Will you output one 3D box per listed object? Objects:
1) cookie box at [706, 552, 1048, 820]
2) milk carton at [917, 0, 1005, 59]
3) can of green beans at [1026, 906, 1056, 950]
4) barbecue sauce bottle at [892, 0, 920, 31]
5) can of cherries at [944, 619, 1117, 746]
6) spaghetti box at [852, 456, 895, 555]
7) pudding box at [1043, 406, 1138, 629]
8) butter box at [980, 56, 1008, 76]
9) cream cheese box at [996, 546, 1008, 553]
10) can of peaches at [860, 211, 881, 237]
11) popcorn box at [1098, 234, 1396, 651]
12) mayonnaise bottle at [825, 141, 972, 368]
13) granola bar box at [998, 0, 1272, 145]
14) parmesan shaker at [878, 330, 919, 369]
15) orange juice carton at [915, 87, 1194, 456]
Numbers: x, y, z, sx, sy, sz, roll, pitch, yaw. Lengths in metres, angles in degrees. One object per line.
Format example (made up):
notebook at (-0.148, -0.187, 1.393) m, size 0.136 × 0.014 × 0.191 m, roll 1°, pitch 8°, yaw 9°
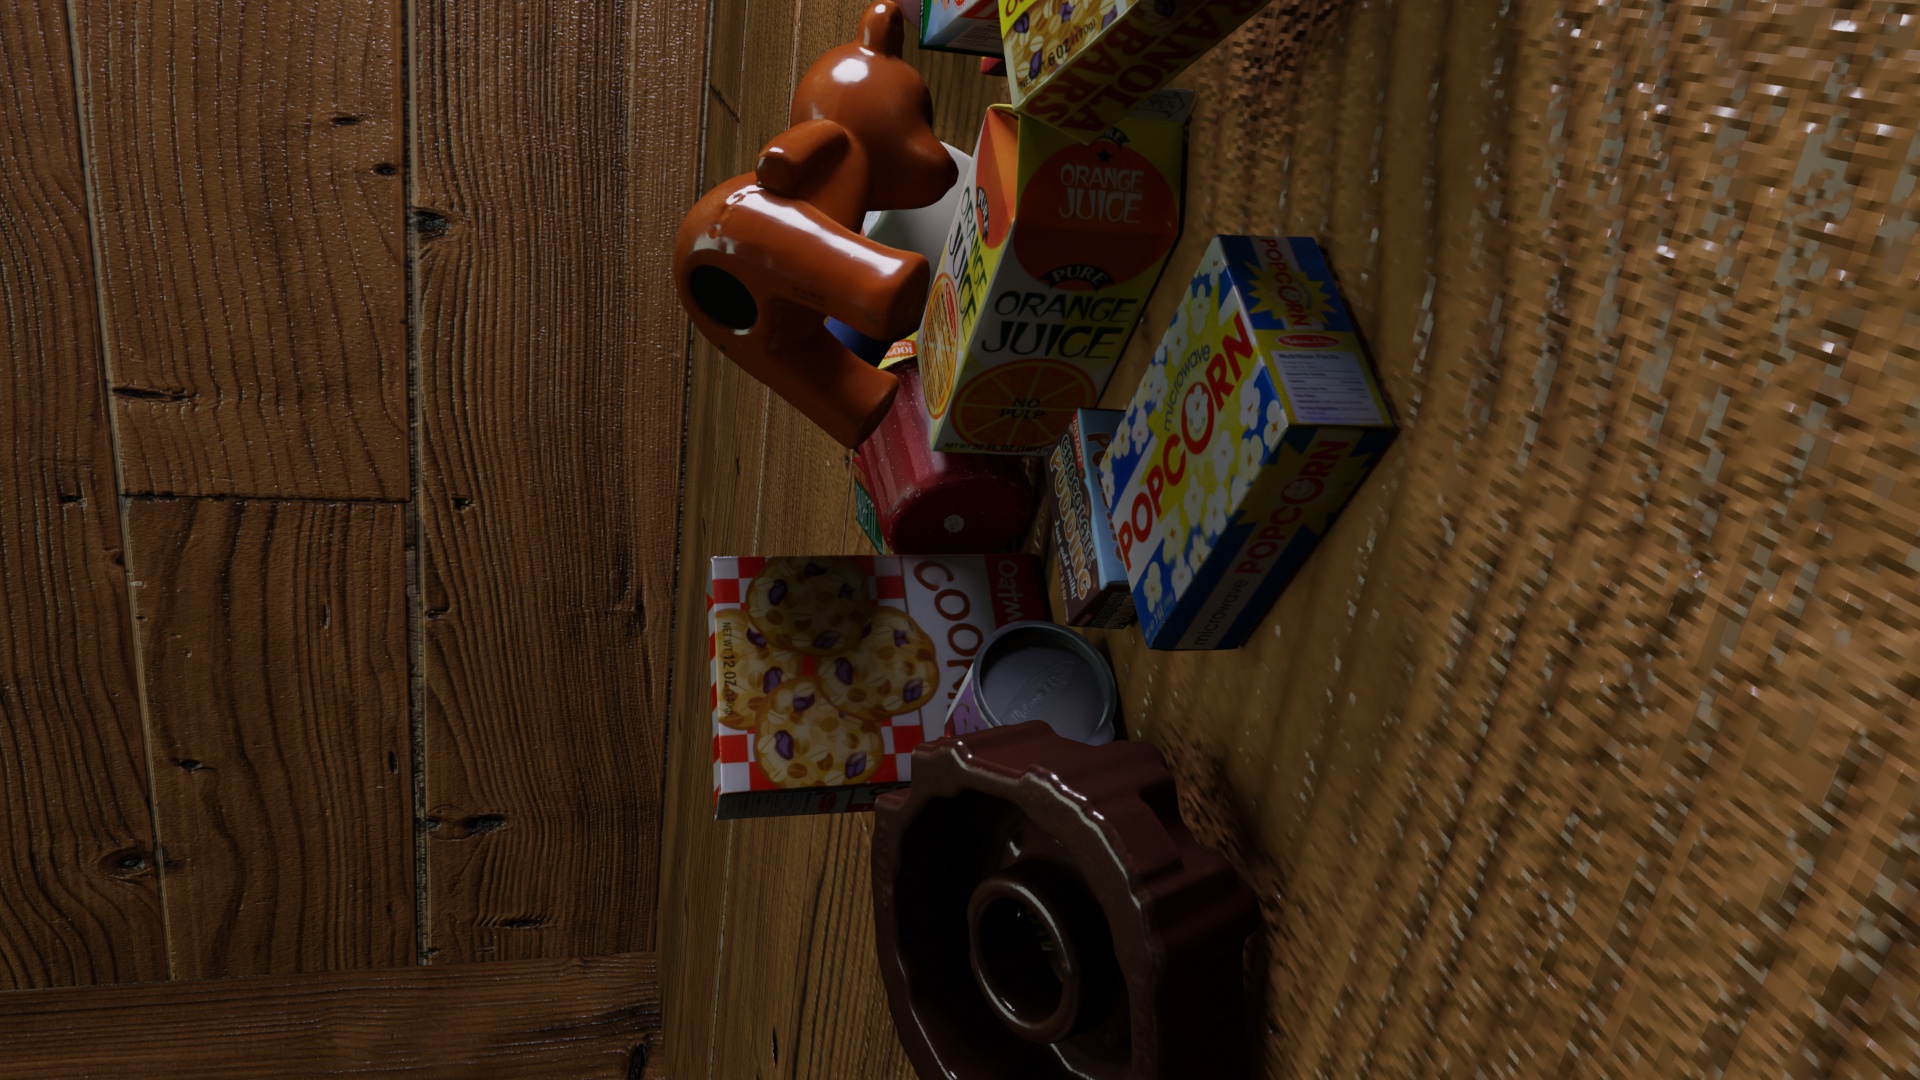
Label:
cookie box at (-0.037, 0.068, 0.681) m, size 0.040 × 0.168 × 0.123 m, roll 112°, pitch 154°, yaw -57°
milk carton at (0.040, -0.267, 0.611) m, size 0.191 × 0.073 × 0.072 m, roll -153°, pitch 65°, yaw -72°
can of green beans at (0.029, 0.156, 0.640) m, size 0.071 × 0.058 × 0.071 m, roll -177°, pitch 89°, yaw -74°
barbecue sauce bottle at (-0.010, -0.334, 0.845) m, size 0.149 × 0.044 × 0.064 m, roll -128°, pitch 42°, yaw -66°
can of cherries at (0.032, 0.081, 0.627) m, size 0.058 × 0.071 × 0.072 m, roll 114°, pitch 153°, yaw -53°
spaghetti box at (-0.046, -0.022, 0.914) m, size 0.250 × 0.029 × 0.050 m, roll -138°, pitch 45°, yaw -77°
pudding box at (0.061, -0.009, 0.594) m, size 0.049 × 0.030 × 0.084 m, roll 125°, pitch 143°, yaw -61°
butter box at (0.031, -0.301, 0.733) m, size 0.053 × 0.024 × 0.103 m, roll -157°, pitch 70°, yaw -73°
cream cheese box at (0.003, -0.010, 0.806) m, size 0.053 × 0.024 × 0.104 m, roll 107°, pitch 158°, yaw -46°
can of peaches at (-0.033, -0.196, 0.877) m, size 0.058 × 0.071 × 0.070 m, roll -105°, pitch 23°, yaw -44°
popcorn box at (0.091, -0.030, 0.477) m, size 0.126 × 0.038 × 0.085 m, roll 112°, pitch 155°, yaw -50°
mayonnaise bottle at (-0.034, -0.148, 0.765) m, size 0.148 × 0.065 × 0.041 m, roll -59°, pitch 2°, yaw -15°
granola bar box at (0.075, -0.226, 0.447) m, size 0.165 × 0.039 × 0.124 m, roll -28°, pitch 59°, yaw 46°
parmesan shaker at (-0.042, -0.108, 0.882) m, size 0.071 × 0.071 × 0.103 m, roll 108°, pitch 157°, yaw -45°
orange juice carton at (0.037, -0.123, 0.612) m, size 0.191 × 0.072 × 0.073 m, roll 113°, pitch 154°, yaw -52°
